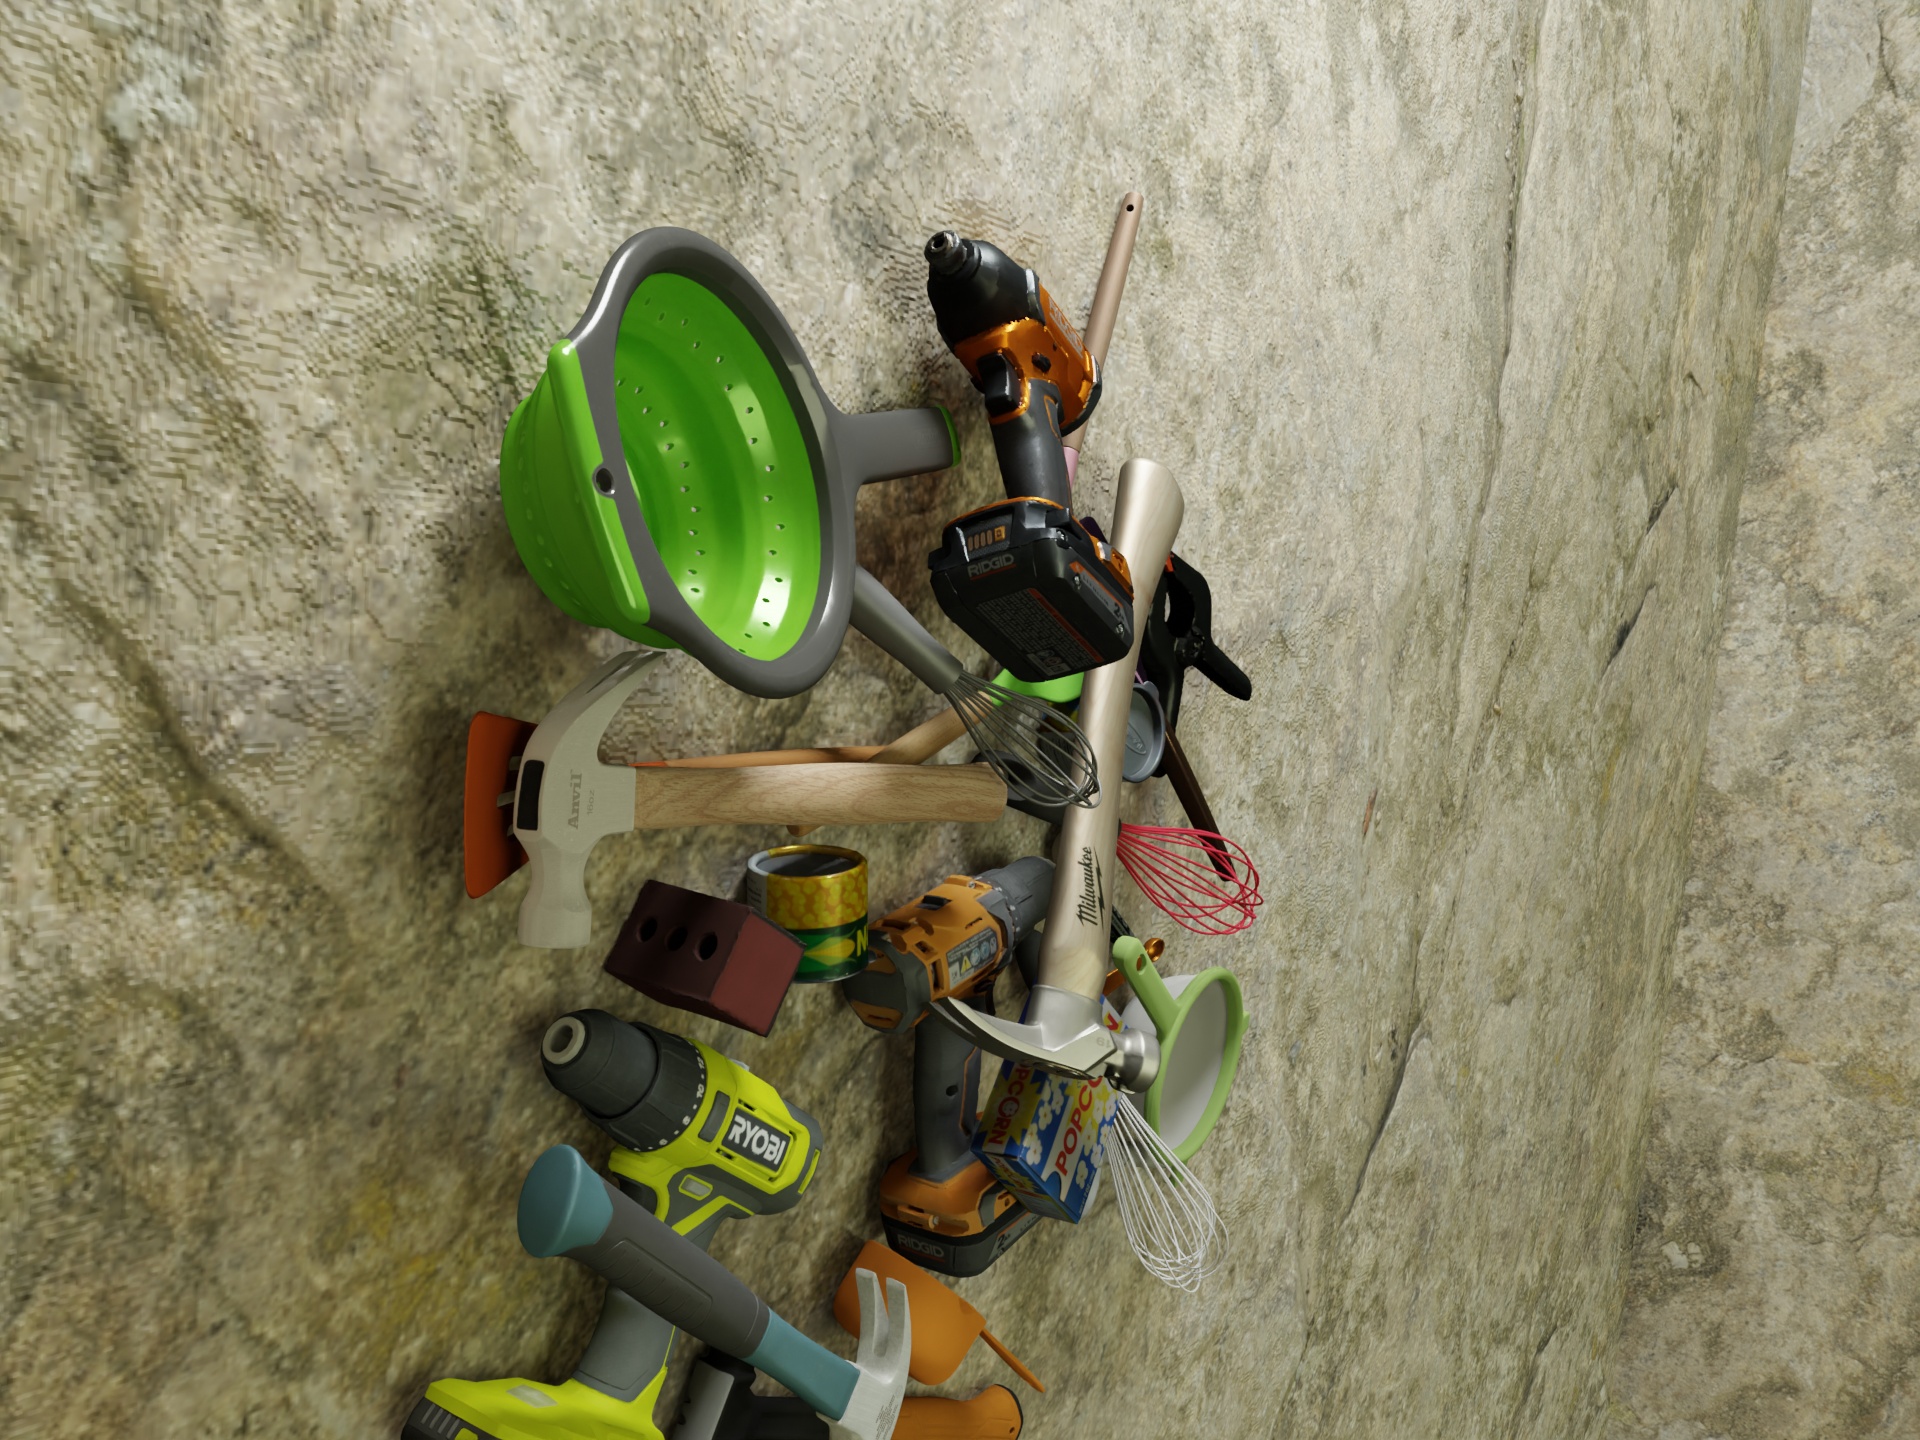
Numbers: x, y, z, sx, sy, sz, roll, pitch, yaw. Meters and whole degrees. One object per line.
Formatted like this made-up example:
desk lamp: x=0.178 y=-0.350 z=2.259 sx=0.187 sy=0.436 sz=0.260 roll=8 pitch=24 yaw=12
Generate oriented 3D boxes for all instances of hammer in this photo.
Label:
hammer: x=-0.110 y=0.293 z=0.773 sx=0.128 sy=0.033 sz=0.330 roll=-64 pitch=143 yaw=-28
hammer: x=-0.059 y=0.448 z=0.995 sx=0.336 sy=0.034 sz=0.127 roll=32 pitch=71 yaw=-51
hammer: x=0.079 y=0.012 z=0.987 sx=0.146 sy=0.038 sz=0.411 roll=22 pitch=64 yaw=-23
hammer: x=-0.082 y=0.035 z=0.805 sx=0.331 sy=0.031 sz=0.130 roll=2 pitch=91 yaw=-52

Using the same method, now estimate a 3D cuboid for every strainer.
strainer: x=0.110 y=0.324 z=1.184 sx=0.258 sy=0.050 sz=0.087 roll=27 pitch=64 yaw=-57
strainer: x=0.133 y=0.220 z=1.155 sx=0.151 sy=0.069 sz=0.256 roll=-60 pitch=143 yaw=-25

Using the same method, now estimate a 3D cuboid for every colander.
colander: x=-0.105 y=-0.119 z=0.773 sx=0.397 sy=0.094 sz=0.204 roll=-31 pitch=108 yaw=-66

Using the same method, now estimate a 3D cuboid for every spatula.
spatula: x=0.135 y=-0.002 z=1.126 sx=0.060 sy=0.018 sz=0.315 roll=-41 pitch=121 yaw=-21
spatula: x=-0.127 y=0.029 z=0.805 sx=0.322 sy=0.041 sz=0.081 roll=-4 pitch=99 yaw=-53

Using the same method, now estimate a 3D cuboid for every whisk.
whisk: x=-0.006 y=-0.027 z=0.886 sx=0.238 sy=0.055 sz=0.055 roll=41 pitch=63 yaw=-20
whisk: x=0.105 y=0.267 z=1.095 sx=0.070 sy=0.070 sz=0.284 roll=-34 pitch=101 yaw=-44
whisk: x=0.114 y=0.083 z=1.089 sx=0.295 sy=0.073 sz=0.073 roll=28 pitch=75 yaw=-37

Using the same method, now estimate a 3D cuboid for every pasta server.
pasta server: x=0.075 y=-0.200 z=1.019 sx=0.040 sy=0.060 sz=0.316 roll=67 pitch=37 yaw=-76

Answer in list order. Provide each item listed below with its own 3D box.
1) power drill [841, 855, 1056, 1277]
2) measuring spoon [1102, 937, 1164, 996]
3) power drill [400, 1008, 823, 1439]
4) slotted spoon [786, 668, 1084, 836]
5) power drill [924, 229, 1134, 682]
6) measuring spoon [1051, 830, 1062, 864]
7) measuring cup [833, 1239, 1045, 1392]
power drill: x=0.012 y=0.205 z=1.000 sx=0.185 sy=0.084 sz=0.226 roll=-25 pitch=113 yaw=-49
measuring spoon: x=0.103 y=0.189 z=1.151 sx=0.117 sy=0.011 sz=0.021 roll=-29 pitch=131 yaw=-28
power drill: x=-0.171 y=0.264 z=0.774 sx=0.190 sy=0.080 sz=0.229 roll=48 pitch=58 yaw=-48
slotted spoon: x=-0.002 y=-0.003 z=0.954 sx=0.314 sy=0.031 sz=0.070 roll=-34 pitch=110 yaw=-48
power drill: x=0.029 y=-0.153 z=0.879 sx=0.164 sy=0.084 sz=0.227 roll=39 pitch=42 yaw=-54
measuring spoon: x=0.085 y=0.049 z=1.112 sx=0.034 sy=0.018 sz=0.124 roll=31 pitch=66 yaw=-42
measuring cup: x=-0.010 y=0.390 z=0.981 sx=0.173 sy=0.095 sz=0.052 roll=50 pitch=64 yaw=-26
